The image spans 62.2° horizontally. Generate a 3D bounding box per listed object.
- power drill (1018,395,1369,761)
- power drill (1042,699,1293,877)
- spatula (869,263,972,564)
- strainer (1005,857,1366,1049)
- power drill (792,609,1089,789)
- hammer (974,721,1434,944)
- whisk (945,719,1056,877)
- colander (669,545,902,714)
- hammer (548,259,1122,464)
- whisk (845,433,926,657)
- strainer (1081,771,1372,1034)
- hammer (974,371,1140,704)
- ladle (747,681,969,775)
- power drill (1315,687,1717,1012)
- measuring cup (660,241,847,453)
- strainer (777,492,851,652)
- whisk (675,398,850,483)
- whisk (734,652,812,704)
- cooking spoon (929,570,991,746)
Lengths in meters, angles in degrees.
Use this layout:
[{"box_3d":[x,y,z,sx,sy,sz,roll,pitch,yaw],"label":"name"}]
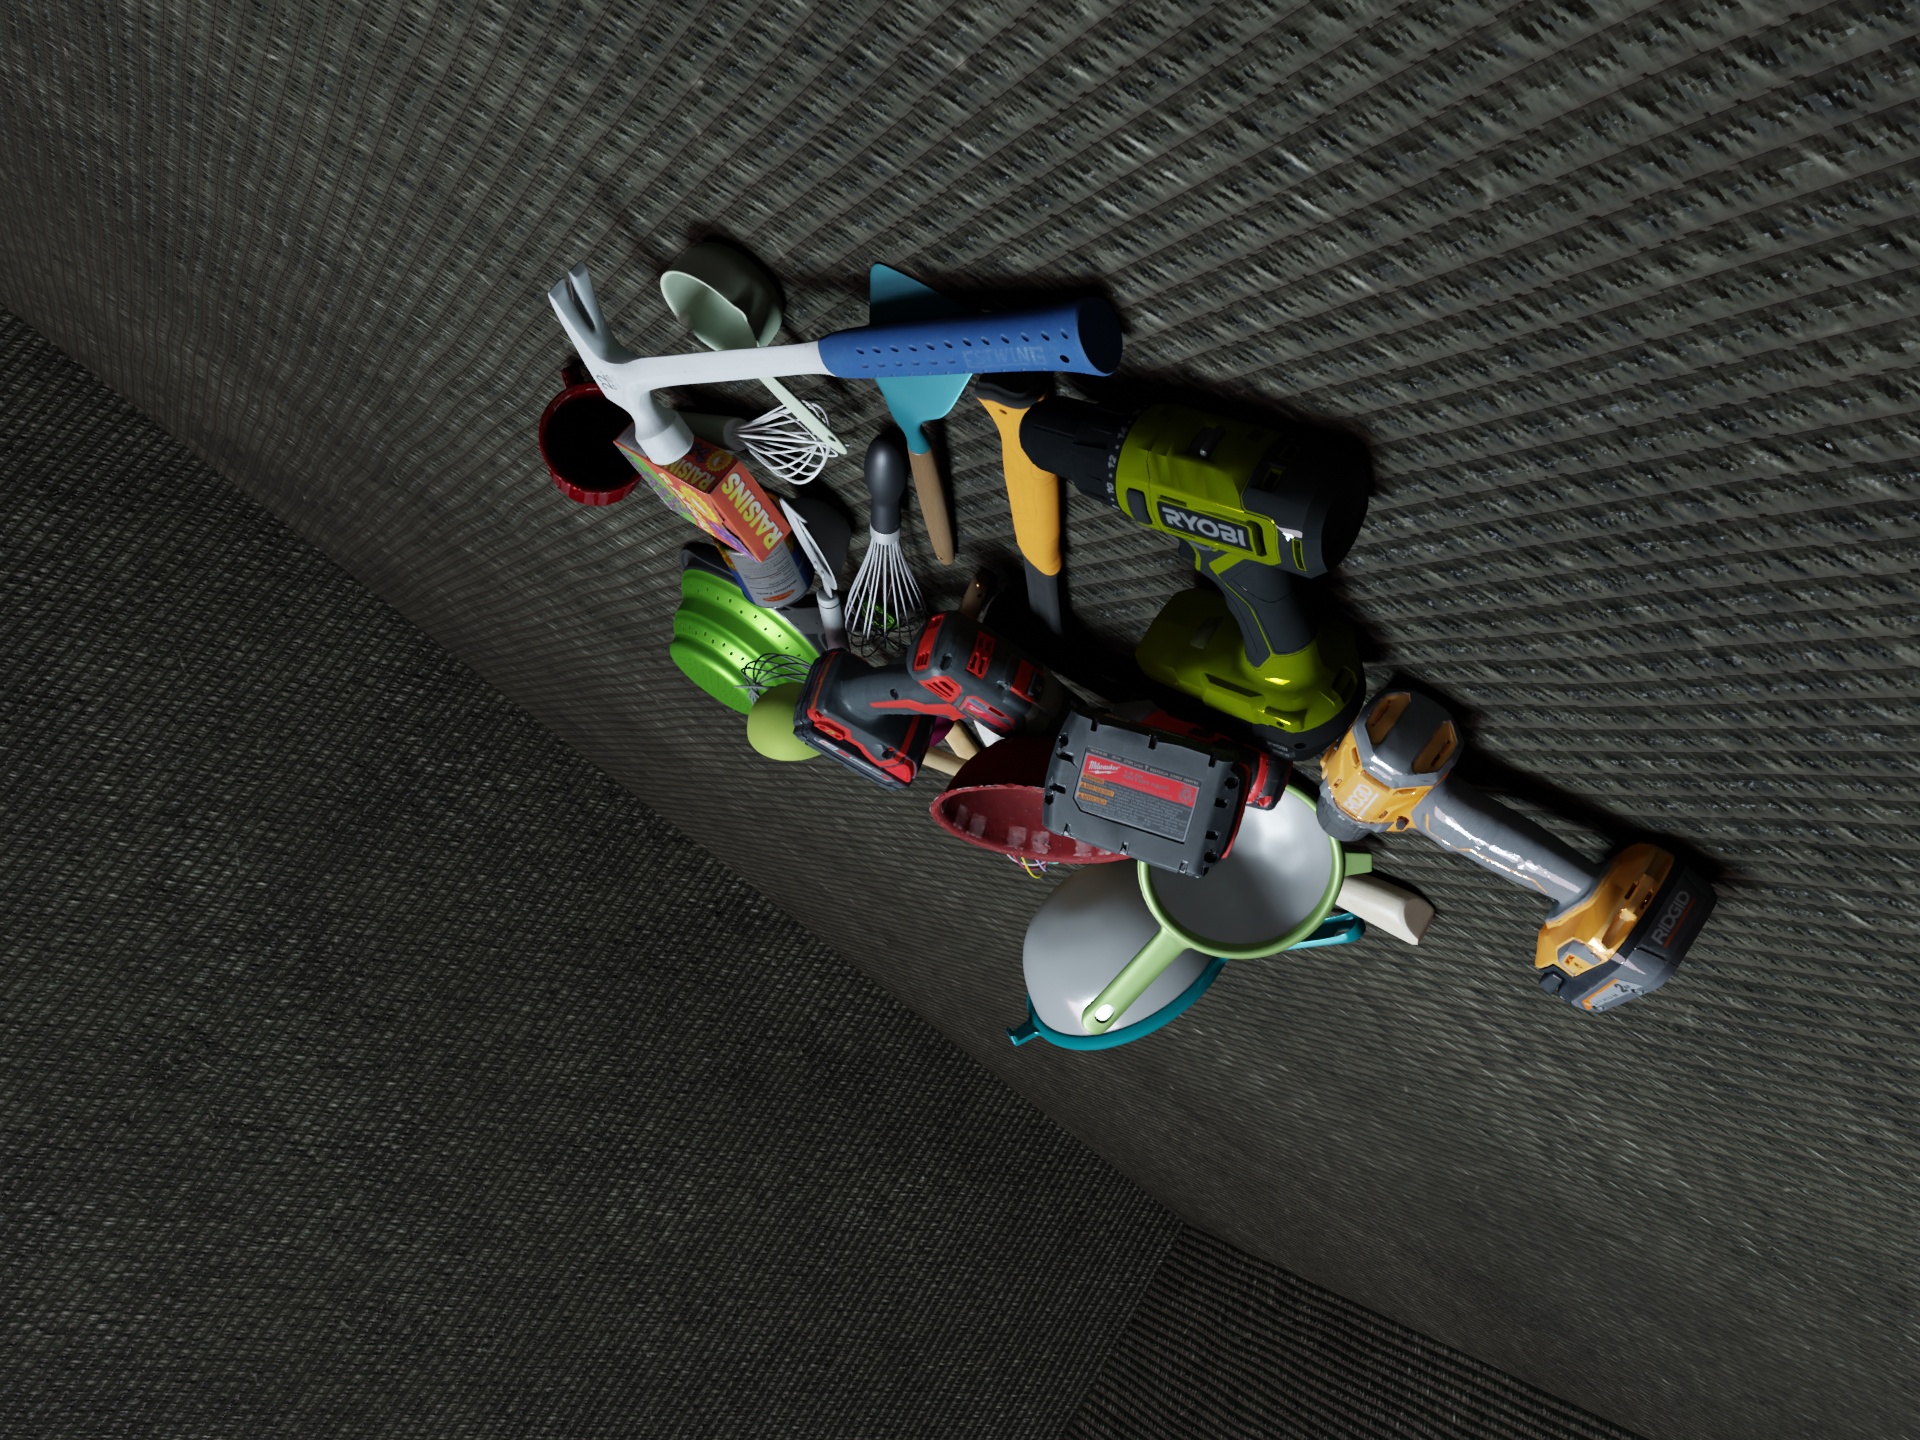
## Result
[{"box_3d":[0.136,-0.086,0.887,0.191,0.080,0.228,23,156,32],"label":"power drill"},{"box_3d":[0.133,0.029,1.037,0.143,0.078,0.219,17,-168,17],"label":"power drill"},{"box_3d":[-0.016,-0.174,1.027,0.082,0.044,0.317,32,168,13],"label":"spatula"},{"box_3d":[0.182,0.176,1.395,0.340,0.211,0.095,-15,119,38],"label":"strainer"},{"box_3d":[-0.002,-0.004,1.213,0.187,0.080,0.227,31,155,-30],"label":"power drill"},{"box_3d":[0.189,0.079,1.304,0.411,0.038,0.146,27,163,24],"label":"hammer"},{"box_3d":[0.040,0.081,1.579,0.051,0.047,0.244,21,155,42],"label":"whisk"},{"box_3d":[-0.175,-0.069,1.486,0.204,0.094,0.397,43,162,-24],"label":"colander"},{"box_3d":[-0.086,-0.214,0.920,0.406,0.035,0.143,7,142,41],"label":"hammer"},{"box_3d":[-0.055,-0.127,1.180,0.070,0.070,0.284,31,157,11],"label":"whisk"},{"box_3d":[0.177,0.137,1.211,0.151,0.256,0.069,37,-161,-7],"label":"strainer"},{"box_3d":[0.056,-0.116,1.026,0.127,0.034,0.336,30,162,19],"label":"hammer"},{"box_3d":[-0.045,0.036,1.376,0.320,0.062,0.078,21,-155,-39],"label":"ladle"},{"box_3d":[0.324,0.083,0.989,0.226,0.084,0.185,36,164,11],"label":"power drill"},{"box_3d":[-0.120,-0.239,1.022,0.167,0.038,0.083,44,161,-33],"label":"measuring cup"},{"box_3d":[-0.107,-0.107,1.291,0.087,0.050,0.258,55,164,29],"label":"strainer"},{"box_3d":[-0.159,-0.210,1.167,0.059,0.058,0.246,-3,-167,-35],"label":"whisk"},{"box_3d":[-0.110,-0.024,1.422,0.055,0.055,0.238,22,-171,36],"label":"whisk"},{"box_3d":[-0.015,-0.037,1.306,0.068,0.017,0.318,-5,156,-15],"label":"cooking spoon"}]
